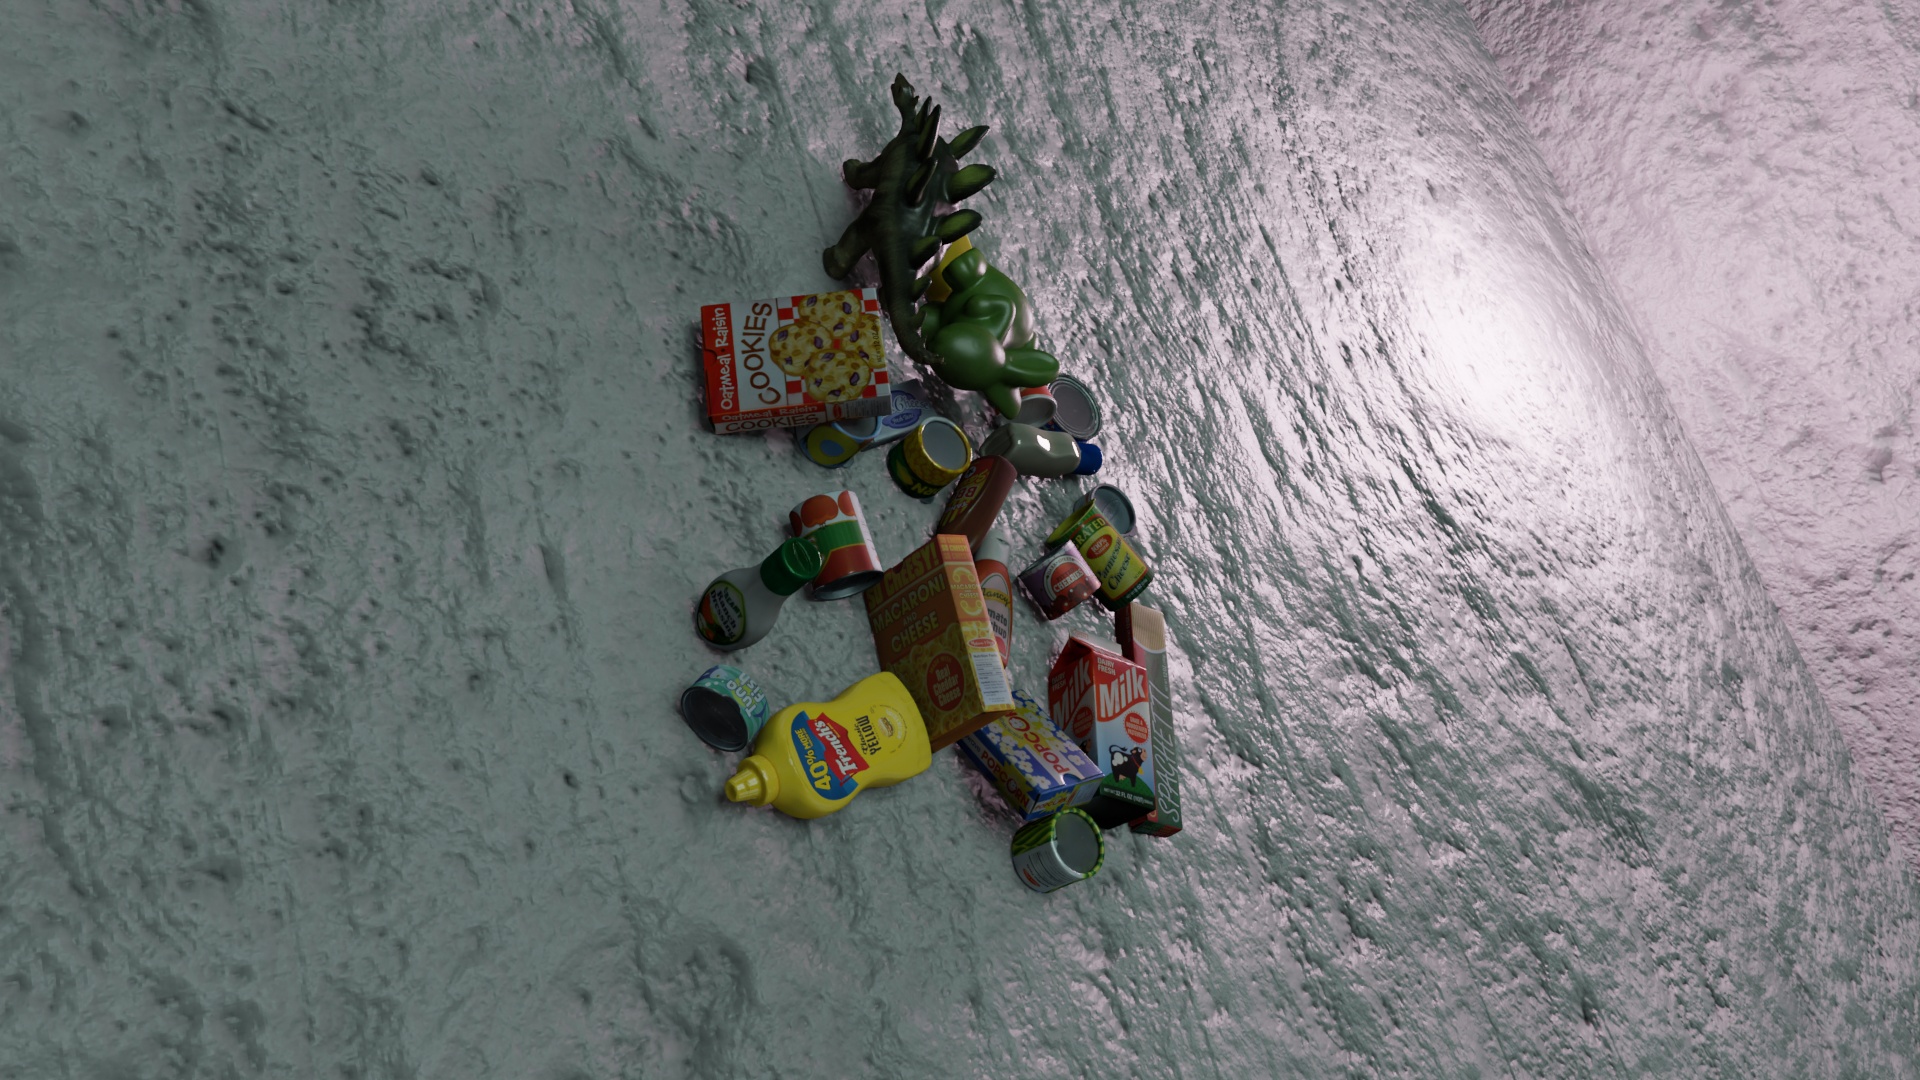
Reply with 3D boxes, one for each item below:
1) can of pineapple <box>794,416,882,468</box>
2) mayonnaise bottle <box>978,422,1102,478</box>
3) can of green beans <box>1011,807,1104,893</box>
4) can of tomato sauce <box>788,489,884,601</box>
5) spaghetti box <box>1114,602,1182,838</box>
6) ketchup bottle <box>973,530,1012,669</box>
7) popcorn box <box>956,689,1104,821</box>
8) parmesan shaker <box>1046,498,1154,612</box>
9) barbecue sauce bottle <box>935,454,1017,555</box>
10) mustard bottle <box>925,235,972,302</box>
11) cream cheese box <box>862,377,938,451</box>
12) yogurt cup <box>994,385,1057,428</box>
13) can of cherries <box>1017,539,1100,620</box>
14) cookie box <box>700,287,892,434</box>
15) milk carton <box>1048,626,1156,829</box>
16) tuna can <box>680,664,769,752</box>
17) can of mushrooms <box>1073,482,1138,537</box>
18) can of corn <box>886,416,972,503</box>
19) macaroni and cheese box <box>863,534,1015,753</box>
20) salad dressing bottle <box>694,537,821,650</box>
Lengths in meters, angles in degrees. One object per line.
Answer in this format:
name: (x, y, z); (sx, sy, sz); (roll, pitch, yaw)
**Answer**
can of pineapple: (-0.116, -0.111, 1.342); (0.071, 0.057, 0.071); (21, 53, -30)
mayonnaise bottle: (0.092, -0.094, 1.506); (0.148, 0.064, 0.041); (4, 59, -43)
can of green beans: (0.090, 0.284, 1.274); (0.071, 0.057, 0.071); (20, 53, -30)
can of tomato sauce: (-0.115, 0.005, 1.268); (0.071, 0.071, 0.083); (-5, 68, -42)
spaghetti box: (0.194, 0.183, 1.444); (0.050, 0.028, 0.251); (19, 54, -29)
ketchup bottle: (0.024, 0.059, 1.367); (0.064, 0.043, 0.149); (29, 49, -23)
popcorn box: (0.058, 0.195, 1.278); (0.085, 0.038, 0.127); (-5, 38, -42)
parmesan shaker: (0.152, 0.016, 1.480); (0.103, 0.071, 0.072); (48, 45, -6)
barbecue sauce bottle: (0.005, -0.017, 1.387); (0.043, 0.064, 0.149); (43, 53, -23)
mustard bottle: (-0.022, -0.336, 1.564); (0.065, 0.048, 0.161); (4, 62, -39)
cream cheese box: (-0.071, -0.129, 1.414); (0.104, 0.024, 0.053); (-23, 80, -45)
yogurt cup: (0.066, -0.157, 1.519); (0.072, 0.072, 0.054); (6, 53, -37)
can of cherries: (0.102, 0.041, 1.423); (0.072, 0.071, 0.058); (-35, 91, -46)
cookie box: (-0.154, -0.169, 1.299); (0.168, 0.040, 0.123); (-7, 64, -5)
milk carton: (0.137, 0.178, 1.367); (0.072, 0.073, 0.191); (21, 53, -29)
tuna can: (-0.189, 0.134, 1.124); (0.071, 0.070, 0.033); (49, 43, -6)
can of mushrooms: (0.162, -0.026, 1.539); (0.071, 0.033, 0.071); (21, 52, -30)
can of corn: (-0.030, -0.081, 1.396); (0.071, 0.058, 0.071); (20, 53, -30)
macaroni and cheese box: (-0.023, 0.094, 1.248); (0.040, 0.123, 0.167); (2, 63, -40)
salad dressing bottle: (-0.167, 0.043, 1.143); (0.044, 0.147, 0.064); (-15, 75, -44)
